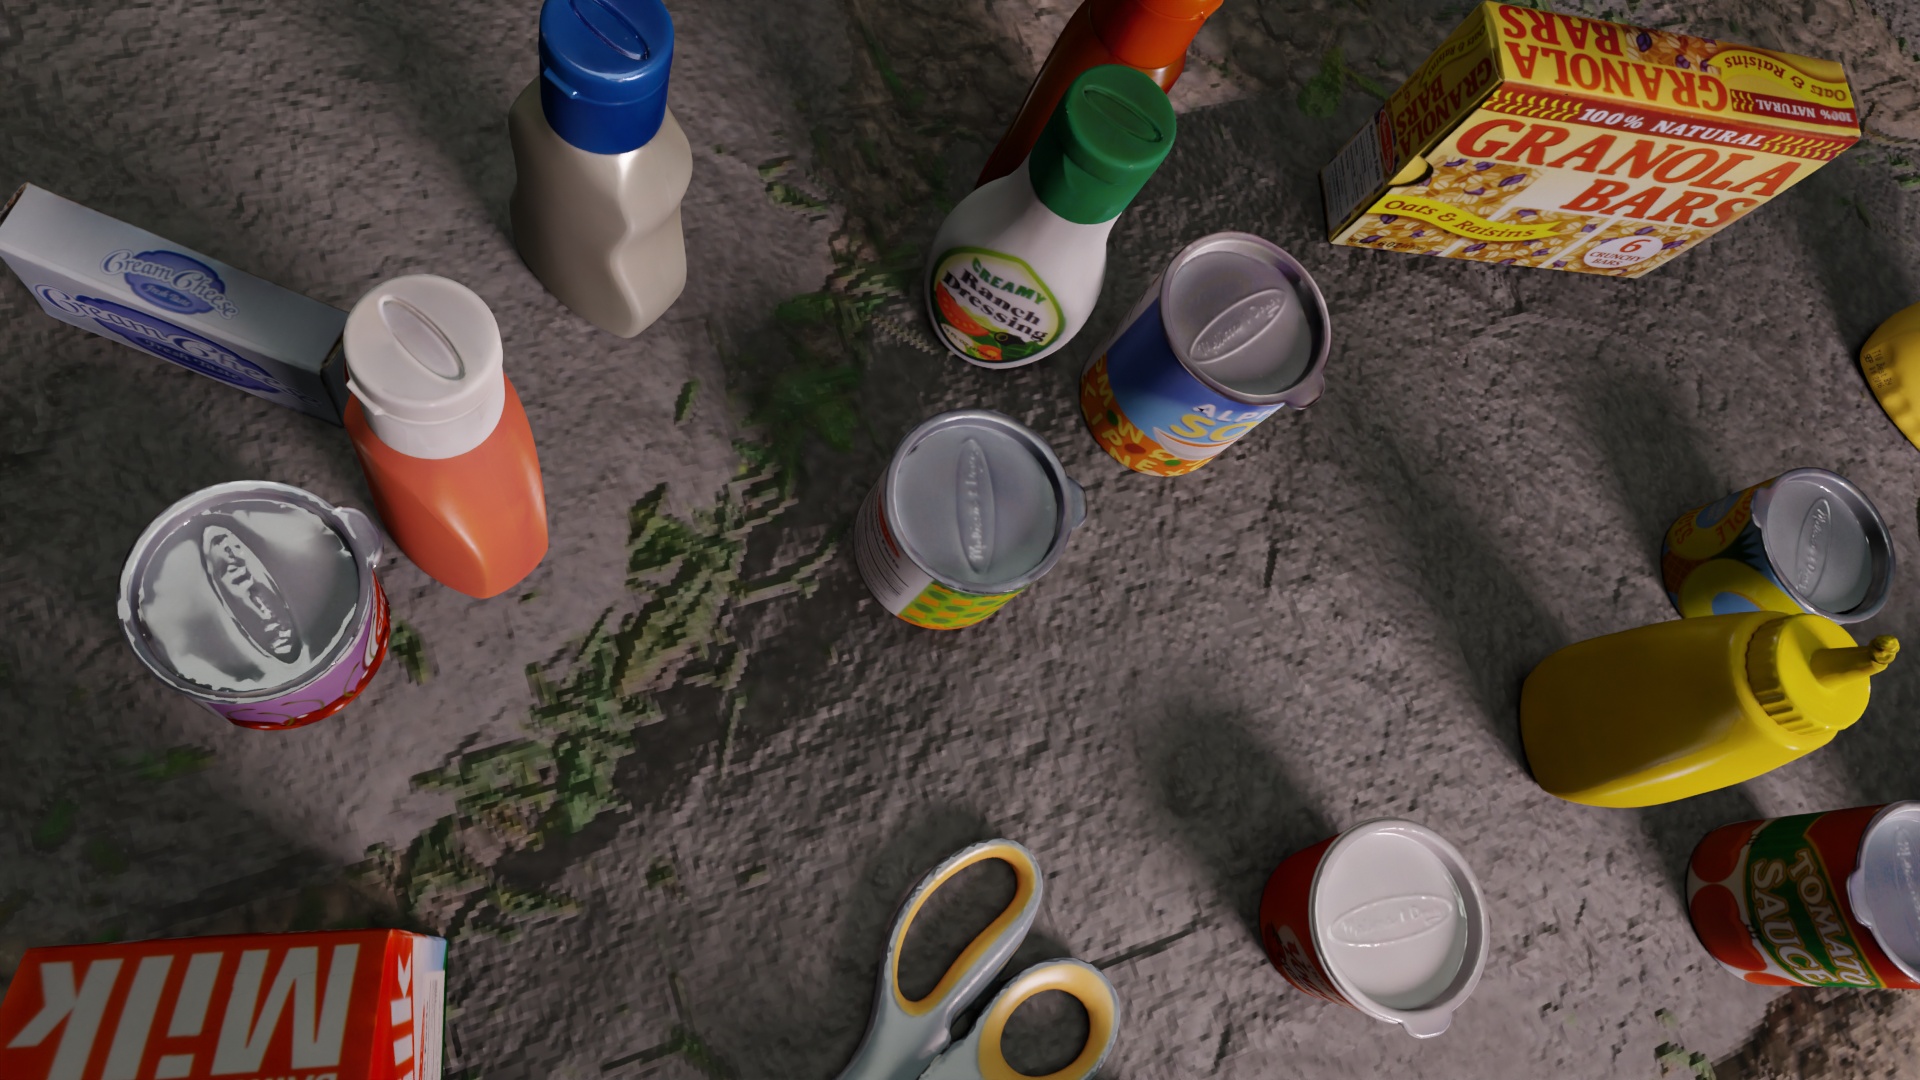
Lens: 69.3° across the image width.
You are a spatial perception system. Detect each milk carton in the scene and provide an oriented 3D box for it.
[{"bbox_3d":[-0.167,0.131,0.329,0.072,0.190,0.073,1,73,-16],"label":"milk carton"}]

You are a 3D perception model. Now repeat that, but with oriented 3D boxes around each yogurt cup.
[{"bbox_3d":[0.142,0.134,0.491,0.072,0.053,0.072,5,72,-15],"label":"yogurt cup"}]

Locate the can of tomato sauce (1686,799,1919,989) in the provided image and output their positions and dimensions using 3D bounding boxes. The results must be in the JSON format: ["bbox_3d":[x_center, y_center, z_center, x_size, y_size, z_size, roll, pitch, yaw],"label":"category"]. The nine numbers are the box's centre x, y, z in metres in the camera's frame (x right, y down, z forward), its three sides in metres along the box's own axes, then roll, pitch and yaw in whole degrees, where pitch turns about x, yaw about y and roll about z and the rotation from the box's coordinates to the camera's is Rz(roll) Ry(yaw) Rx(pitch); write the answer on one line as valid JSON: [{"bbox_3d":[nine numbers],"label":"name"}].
[{"bbox_3d":[0.333,0.137,0.530,0.071,0.083,0.071,5,72,-15],"label":"can of tomato sauce"}]

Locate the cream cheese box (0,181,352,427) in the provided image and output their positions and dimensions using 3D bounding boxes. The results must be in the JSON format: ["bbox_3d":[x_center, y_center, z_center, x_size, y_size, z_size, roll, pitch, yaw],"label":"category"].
[{"bbox_3d":[-0.245,-0.072,0.444,0.104,0.053,0.024,22,69,-9],"label":"cream cheese box"}]

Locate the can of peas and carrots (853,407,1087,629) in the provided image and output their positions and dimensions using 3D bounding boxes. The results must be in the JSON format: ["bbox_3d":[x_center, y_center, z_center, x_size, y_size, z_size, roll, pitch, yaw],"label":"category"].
[{"bbox_3d":[0.002,-0.006,0.492,0.071,0.058,0.071,5,72,-15],"label":"can of peas and carrots"}]

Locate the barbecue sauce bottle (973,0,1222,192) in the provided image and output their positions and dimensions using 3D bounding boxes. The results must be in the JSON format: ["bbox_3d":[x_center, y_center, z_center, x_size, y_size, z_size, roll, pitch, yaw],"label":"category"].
[{"bbox_3d":[0.051,-0.166,0.508,0.043,0.148,0.065,44,67,0],"label":"barbecue sauce bottle"}]

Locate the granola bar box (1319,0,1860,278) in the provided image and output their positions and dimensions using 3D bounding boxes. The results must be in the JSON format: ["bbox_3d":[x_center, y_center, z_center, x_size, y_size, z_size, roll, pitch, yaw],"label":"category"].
[{"bbox_3d":[0.255,-0.159,0.578,0.166,0.123,0.039,3,73,-15],"label":"granola bar box"}]

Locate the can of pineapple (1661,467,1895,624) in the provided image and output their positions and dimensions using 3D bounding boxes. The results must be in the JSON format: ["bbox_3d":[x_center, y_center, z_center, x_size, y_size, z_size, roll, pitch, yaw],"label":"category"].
[{"bbox_3d":[0.343,0.007,0.587,0.071,0.057,0.071,5,72,-15],"label":"can of pineapple"}]

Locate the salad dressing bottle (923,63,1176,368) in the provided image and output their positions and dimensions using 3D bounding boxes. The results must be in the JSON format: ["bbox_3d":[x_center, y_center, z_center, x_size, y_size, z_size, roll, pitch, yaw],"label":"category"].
[{"bbox_3d":[0.029,-0.108,0.484,0.064,0.147,0.044,32,68,-5],"label":"salad dressing bottle"}]

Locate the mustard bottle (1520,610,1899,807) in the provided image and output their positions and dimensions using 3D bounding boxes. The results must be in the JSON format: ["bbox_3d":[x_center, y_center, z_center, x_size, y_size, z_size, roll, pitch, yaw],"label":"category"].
[{"bbox_3d":[0.267,0.057,0.494,0.049,0.159,0.065,3,73,-15],"label":"mustard bottle"}]

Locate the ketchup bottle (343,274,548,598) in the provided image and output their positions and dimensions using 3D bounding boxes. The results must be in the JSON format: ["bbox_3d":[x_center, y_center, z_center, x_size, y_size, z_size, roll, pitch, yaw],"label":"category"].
[{"bbox_3d":[-0.151,-0.028,0.406,0.065,0.148,0.044,46,67,1],"label":"ketchup bottle"}]

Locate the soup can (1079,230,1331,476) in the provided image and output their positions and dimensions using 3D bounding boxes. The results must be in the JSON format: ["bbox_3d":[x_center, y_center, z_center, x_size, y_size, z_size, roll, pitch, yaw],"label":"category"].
[{"bbox_3d":[0.091,-0.065,0.523,0.071,0.083,0.071,5,72,-15],"label":"soup can"}]

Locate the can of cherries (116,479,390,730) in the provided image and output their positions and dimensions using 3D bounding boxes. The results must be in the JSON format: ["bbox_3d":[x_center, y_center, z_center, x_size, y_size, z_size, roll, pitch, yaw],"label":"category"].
[{"bbox_3d":[-0.208,0.021,0.423,0.071,0.058,0.071,5,72,-15],"label":"can of cherries"}]

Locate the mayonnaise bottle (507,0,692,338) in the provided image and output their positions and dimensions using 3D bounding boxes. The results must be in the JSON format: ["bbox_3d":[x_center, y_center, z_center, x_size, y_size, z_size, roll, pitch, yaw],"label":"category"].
[{"bbox_3d":[-0.115,-0.120,0.445,0.065,0.147,0.041,41,67,-1],"label":"mayonnaise bottle"}]
